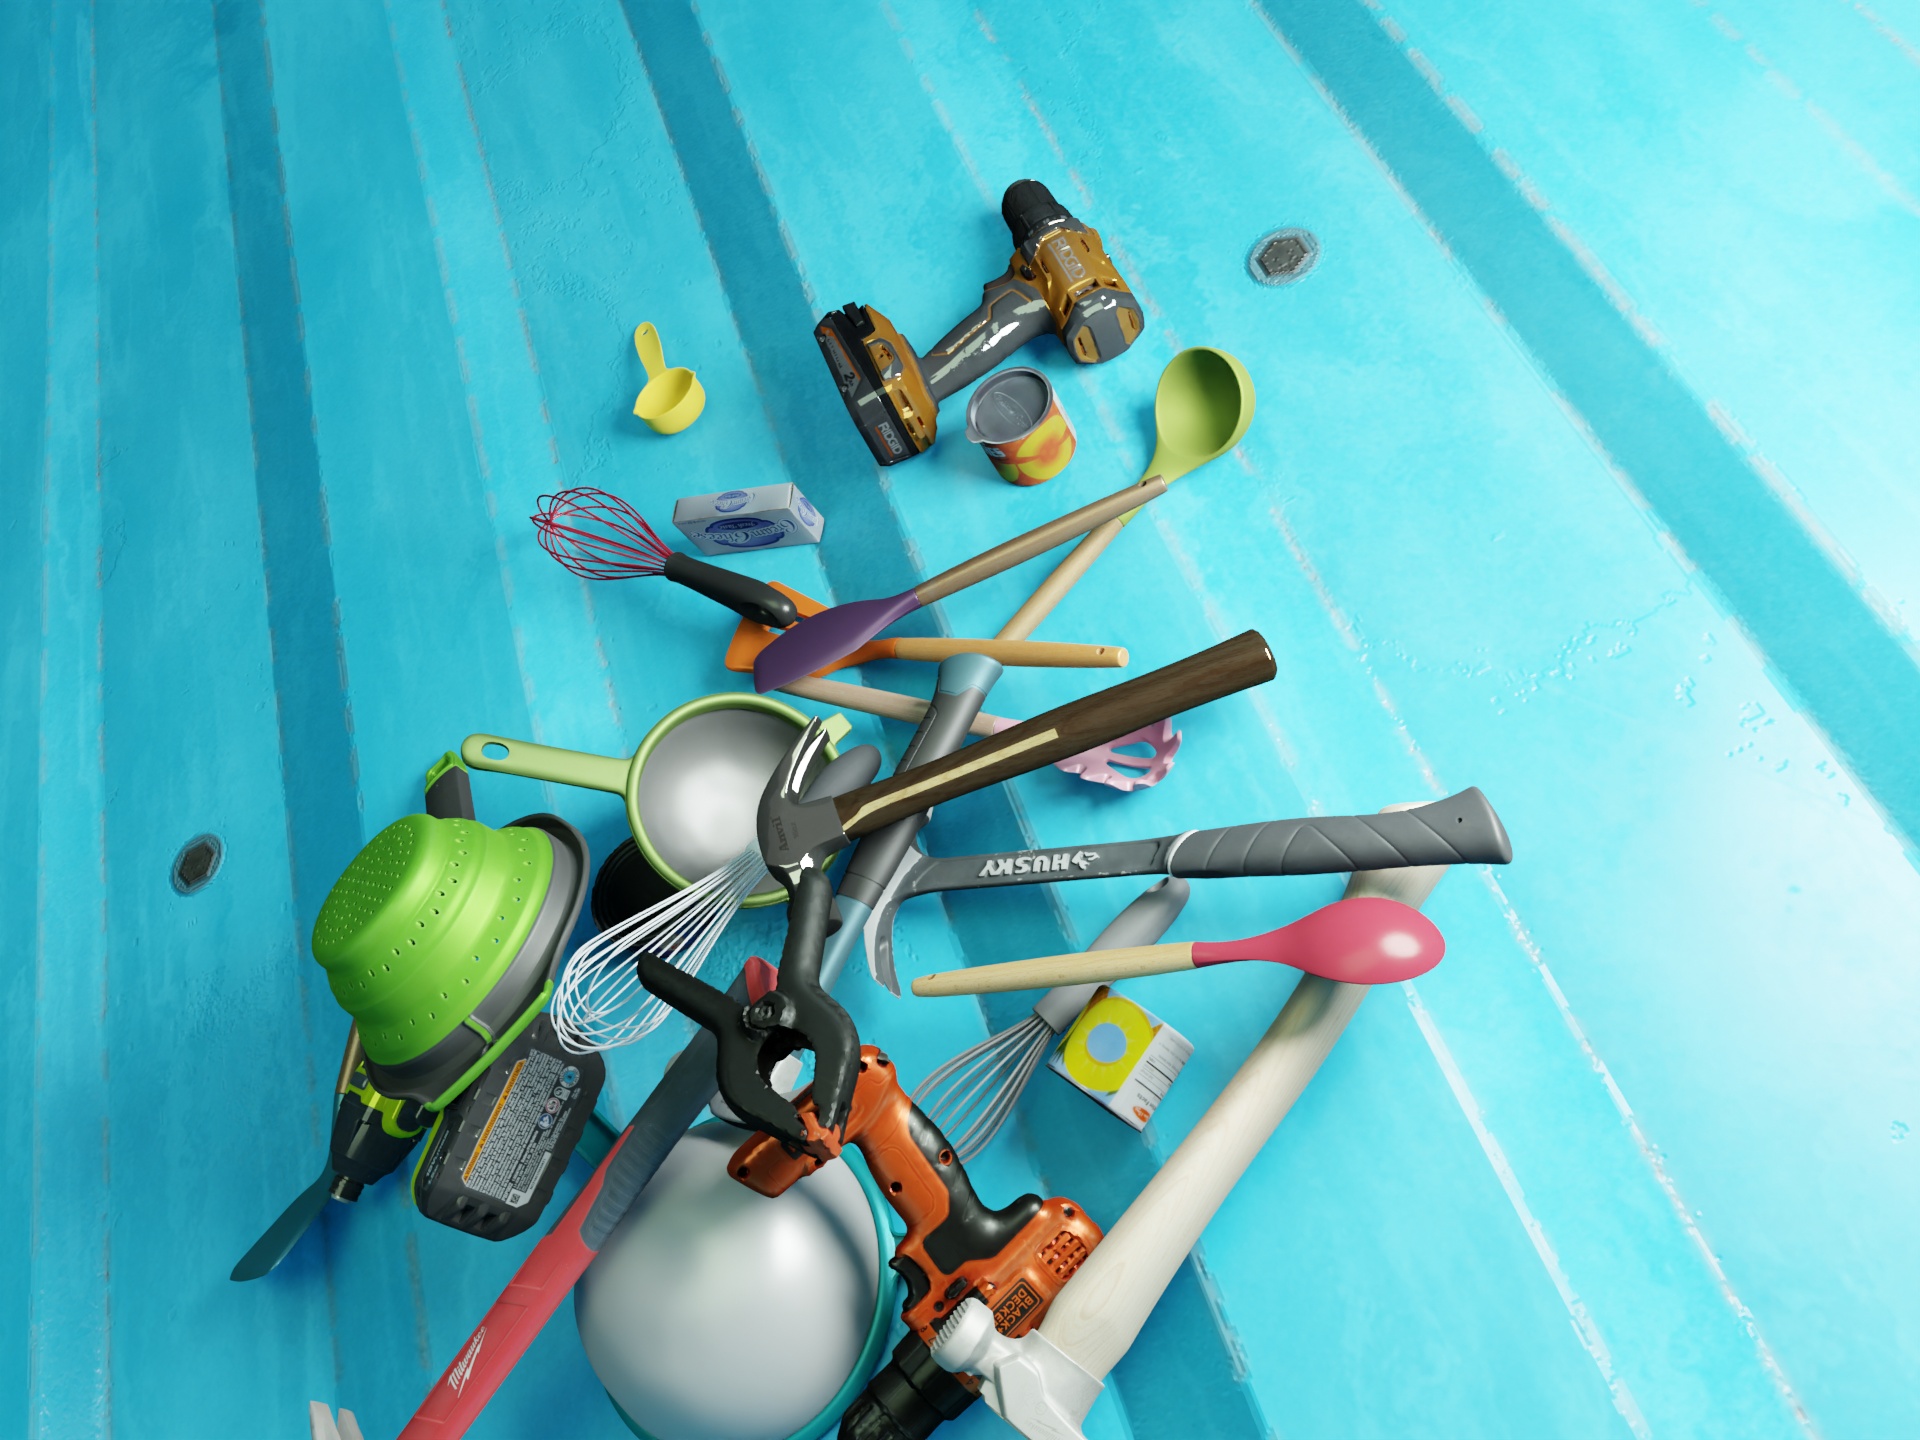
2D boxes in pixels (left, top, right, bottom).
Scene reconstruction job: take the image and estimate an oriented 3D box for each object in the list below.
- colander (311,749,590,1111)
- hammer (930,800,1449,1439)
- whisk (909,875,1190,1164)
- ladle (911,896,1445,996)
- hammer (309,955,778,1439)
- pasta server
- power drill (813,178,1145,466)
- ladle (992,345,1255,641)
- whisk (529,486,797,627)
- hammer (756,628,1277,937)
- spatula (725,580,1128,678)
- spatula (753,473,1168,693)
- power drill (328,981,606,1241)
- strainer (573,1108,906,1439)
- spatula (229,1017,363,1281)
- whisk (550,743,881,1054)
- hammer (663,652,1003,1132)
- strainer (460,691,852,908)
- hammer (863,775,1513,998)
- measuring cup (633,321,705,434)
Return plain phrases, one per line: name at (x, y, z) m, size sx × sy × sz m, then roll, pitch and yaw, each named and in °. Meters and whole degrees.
colander at (-0.366, 0.094, 1.075) m, size 0.204 × 0.094 × 0.397 m, roll -45°, pitch 31°, yaw 3°
hammer at (0.164, 0.217, 0.865) m, size 0.146 × 0.038 × 0.411 m, roll 38°, pitch 76°, yaw 4°
whisk at (0.052, 0.179, 0.952) m, size 0.239 × 0.055 × 0.055 m, roll -44°, pitch 55°, yaw -8°
ladle at (0.108, 0.134, 0.888) m, size 0.315 × 0.031 × 0.069 m, roll -12°, pitch 23°, yaw 28°
hammer at (-0.232, 0.294, 0.919) m, size 0.386 × 0.038 × 0.143 m, roll -54°, pitch 42°, yaw -6°
pasta server at (-0.002, -0.003, 1.060) m, size 0.316 × 0.040 × 0.060 m, roll 12°, pitch 70°, yaw 24°
power drill at (0.006, -0.312, 1.210) m, size 0.226 × 0.084 × 0.186 m, roll -27°, pitch 56°, yaw 5°
ladle at (0.084, -0.124, 1.088) m, size 0.320 × 0.062 × 0.078 m, roll -48°, pitch 54°, yaw -2°
whisk at (-0.230, -0.123, 1.217) m, size 0.296 × 0.073 × 0.073 m, roll 23°, pitch 76°, yaw 35°
hammer at (0.033, 0.017, 0.969) m, size 0.331 × 0.031 × 0.130 m, roll -22°, pitch 61°, yaw -2°
spatula at (-0.027, -0.053, 1.092) m, size 0.323 × 0.041 × 0.081 m, roll 4°, pitch 60°, yaw 39°
spatula at (-0.006, -0.097, 1.087) m, size 0.316 × 0.018 × 0.060 m, roll -24°, pitch 42°, yaw 13°
power drill at (-0.335, 0.251, 1.040) m, size 0.223 × 0.080 × 0.171 m, roll 1°, pitch 62°, yaw 51°
strainer at (-0.195, 0.296, 0.971) m, size 0.341 × 0.095 × 0.211 m, roll 32°, pitch 81°, yaw 33°
spatula at (-0.446, 0.242, 1.147) m, size 0.082 × 0.044 × 0.318 m, roll -25°, pitch 50°, yaw 45°
whisk at (-0.144, 0.104, 0.997) m, size 0.070 × 0.070 × 0.285 m, roll 23°, pitch 51°, yaw 32°
hammer at (-0.061, 0.101, 0.993) m, size 0.128 × 0.033 × 0.331 m, roll 13°, pitch 69°, yaw 39°
strainer at (-0.204, 0.052, 1.068) m, size 0.256 × 0.069 × 0.152 m, roll 11°, pitch 65°, yaw -10°
hammer at (0.112, 0.084, 0.934) m, size 0.409 × 0.036 × 0.149 m, roll -8°, pitch 55°, yaw 31°
measuring cup at (-0.254, -0.295, 1.358) m, size 0.062 × 0.029 × 0.157 m, roll -32°, pitch 44°, yaw 7°
